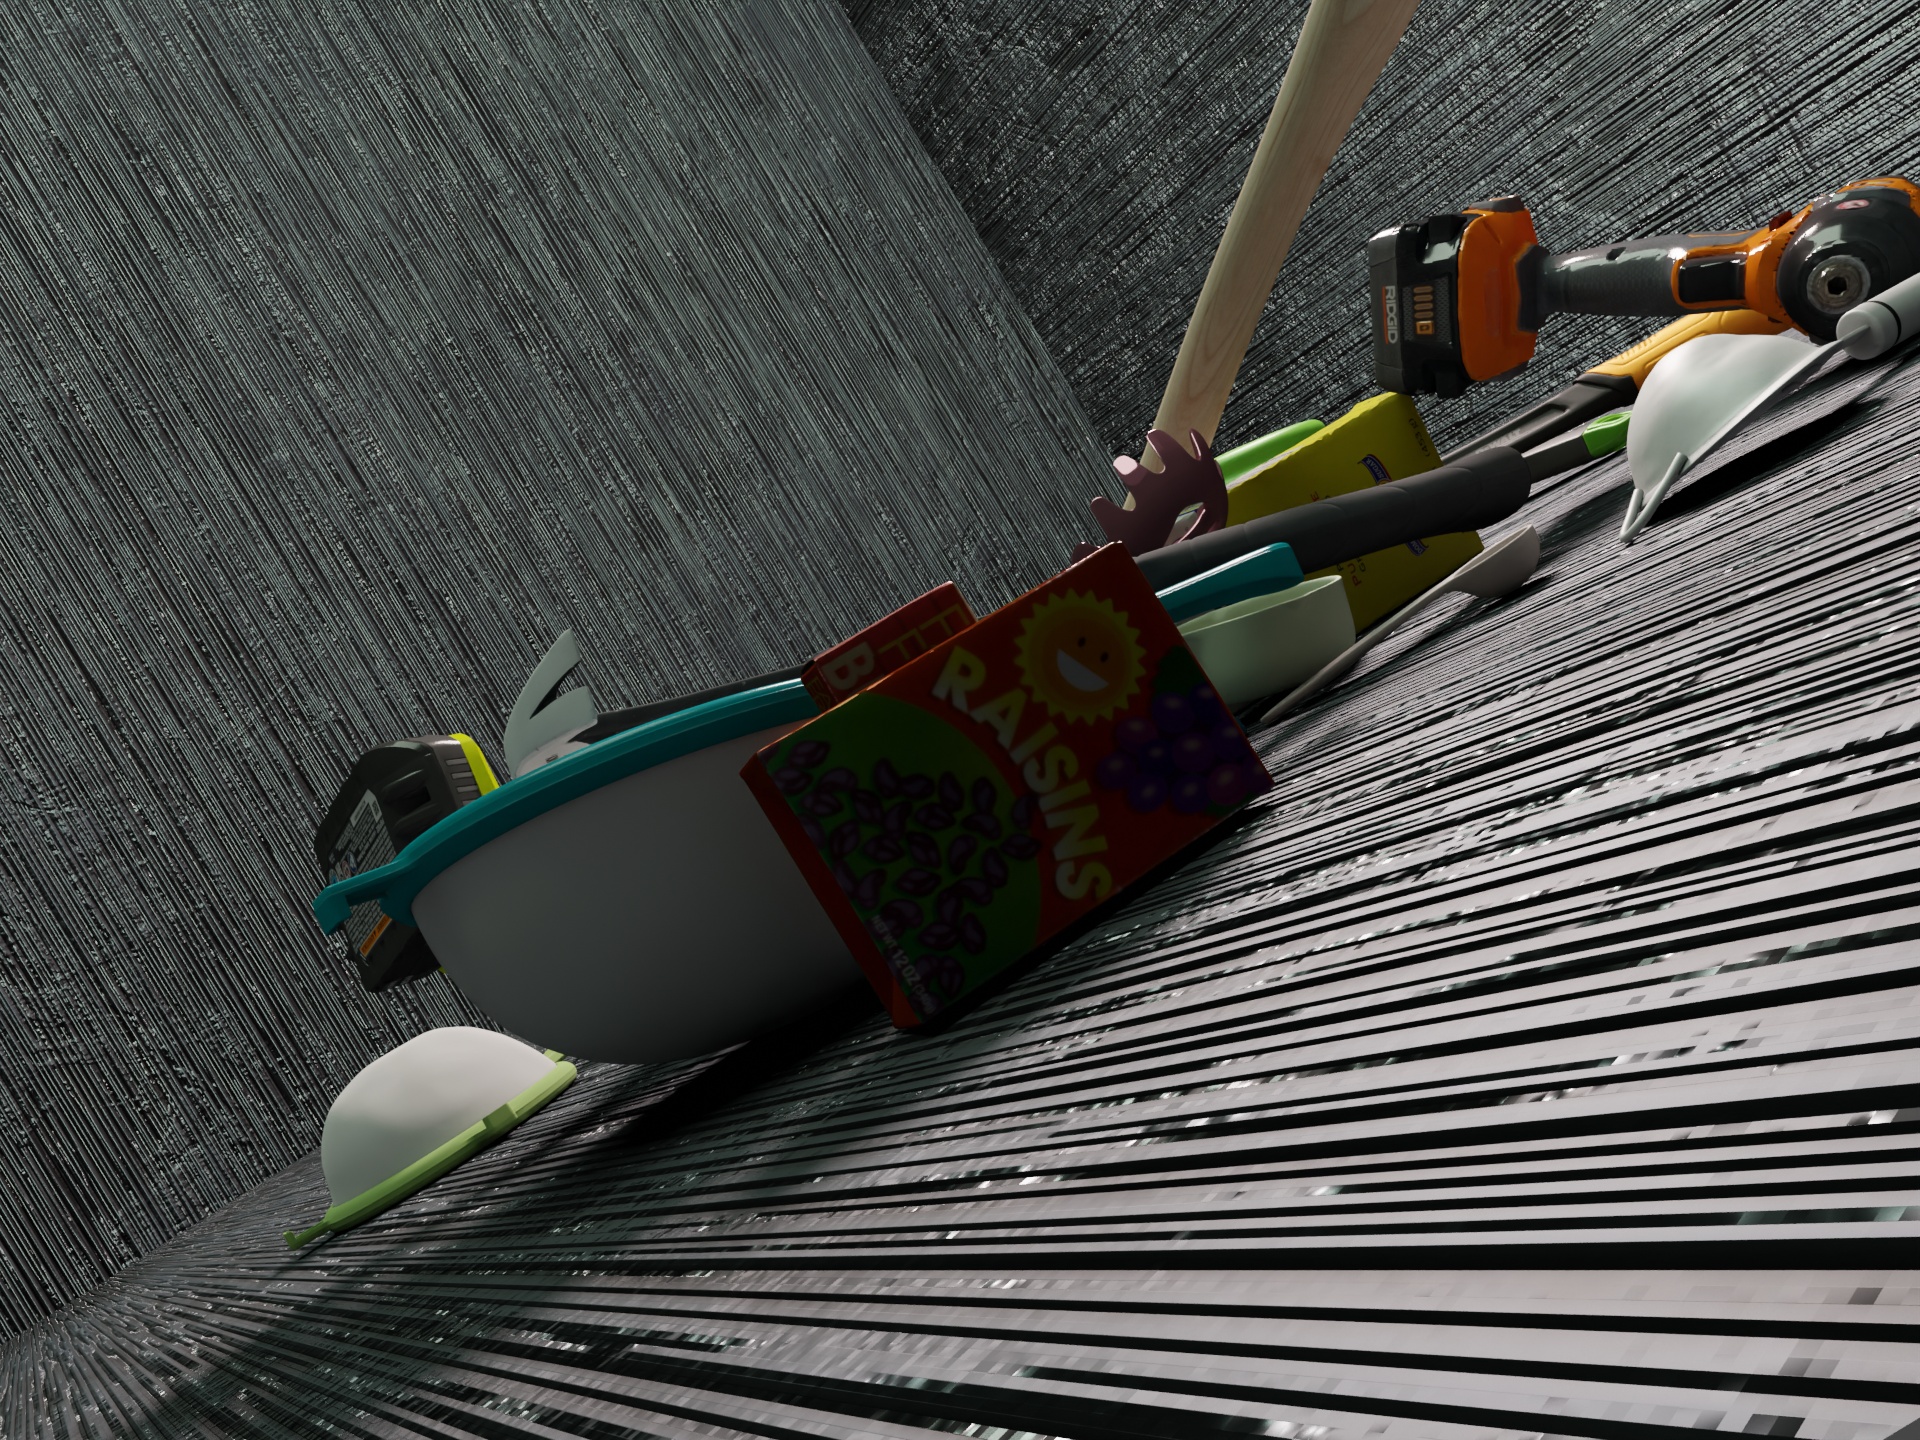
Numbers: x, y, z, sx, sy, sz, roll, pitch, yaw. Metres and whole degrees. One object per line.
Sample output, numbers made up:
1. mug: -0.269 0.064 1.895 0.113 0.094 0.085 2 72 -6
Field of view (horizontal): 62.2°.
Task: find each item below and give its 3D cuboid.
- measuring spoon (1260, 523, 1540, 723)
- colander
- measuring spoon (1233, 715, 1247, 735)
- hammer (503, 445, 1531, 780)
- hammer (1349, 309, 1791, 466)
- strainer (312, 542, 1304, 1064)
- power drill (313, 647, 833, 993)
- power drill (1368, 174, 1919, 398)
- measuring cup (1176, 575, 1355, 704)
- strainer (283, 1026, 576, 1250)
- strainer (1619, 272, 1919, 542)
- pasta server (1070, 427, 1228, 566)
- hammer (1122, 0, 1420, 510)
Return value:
1. measuring spoon: 0.165 -0.030 0.596 0.124 0.018 0.034 -38 -3 26
2. colander: 0.255 -0.159 1.019 0.204 0.094 0.397 -25 3 -35
3. measuring spoon: 0.092 0.004 0.680 0.042 0.021 0.128 -31 2 2
4. hammer: 0.032 -0.043 0.599 0.409 0.036 0.149 -16 -11 -12
5. hammer: 0.361 -0.189 0.832 0.337 0.034 0.127 -26 39 27
6. strainer: -0.028 0.042 0.558 0.340 0.095 0.211 -22 -10 5
7. power drill: -0.153 0.037 0.718 0.228 0.080 0.190 -14 -17 -39
8. power drill: 0.302 -0.193 0.700 0.226 0.084 0.164 3 21 33
9. measuring cup: 0.091 -0.016 0.666 0.167 0.038 0.083 -23 6 -16
10. strainer: -0.286 0.203 0.930 0.151 0.069 0.256 -31 2 11
11. strainer: 0.316 -0.137 0.568 0.258 0.050 0.086 -28 -13 -17
12. pasta server: -0.001 -0.002 0.676 0.316 0.060 0.040 -43 43 1
13. hammer: 0.105 -0.154 0.726 0.146 0.038 0.410 -23 -33 -34
